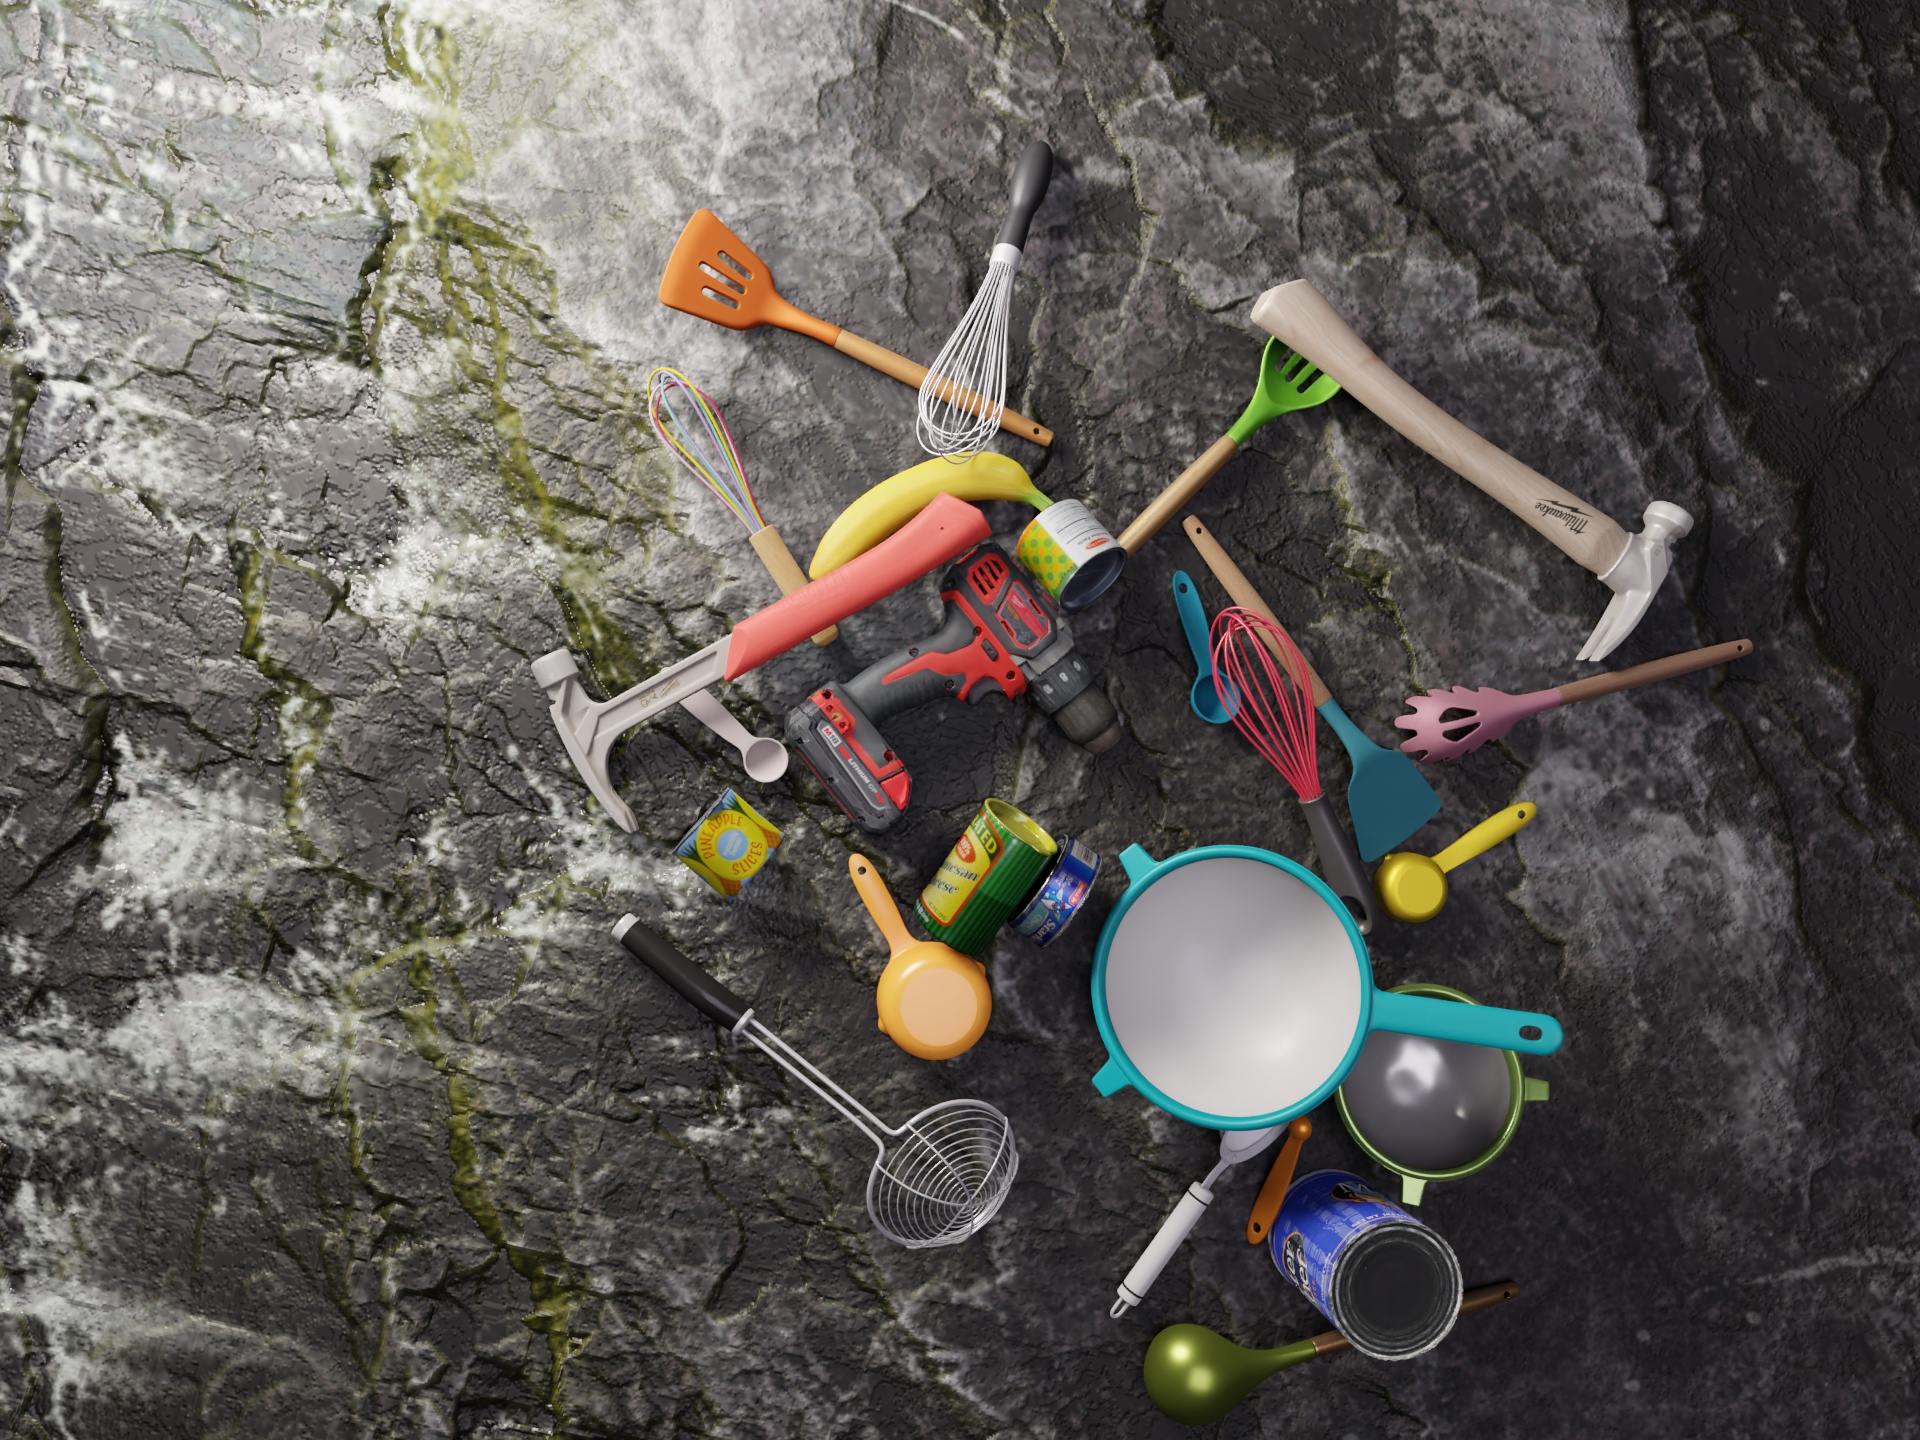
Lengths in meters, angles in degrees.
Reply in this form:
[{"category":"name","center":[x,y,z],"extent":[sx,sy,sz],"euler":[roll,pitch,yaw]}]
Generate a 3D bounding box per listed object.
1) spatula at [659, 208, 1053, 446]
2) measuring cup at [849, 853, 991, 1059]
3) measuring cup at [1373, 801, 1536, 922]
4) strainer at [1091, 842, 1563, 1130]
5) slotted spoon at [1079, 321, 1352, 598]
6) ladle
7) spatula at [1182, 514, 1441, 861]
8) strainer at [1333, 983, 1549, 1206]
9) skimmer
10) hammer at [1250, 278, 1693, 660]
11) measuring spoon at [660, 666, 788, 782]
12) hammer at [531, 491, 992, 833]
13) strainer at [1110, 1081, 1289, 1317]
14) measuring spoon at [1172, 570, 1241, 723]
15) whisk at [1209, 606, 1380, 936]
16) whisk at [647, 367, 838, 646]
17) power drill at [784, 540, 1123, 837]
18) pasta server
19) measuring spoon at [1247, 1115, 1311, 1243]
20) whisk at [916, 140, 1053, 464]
[{"category":"spatula","center":[-0.073,-0.288,1.235],"extent":[0.322,0.041,0.081],"euler":[24,85,-7]},{"category":"measuring cup","center":[-0.039,0.181,1.224],"extent":[0.095,0.052,0.173],"euler":[-29,95,-7]},{"category":"measuring cup","center":[0.409,0.110,1.294],"extent":[0.156,0.029,0.062],"euler":[-32,93,-5]},{"category":"strainer","center":[0.273,0.209,1.203],"extent":[0.340,0.095,0.211],"euler":[6,86,19]},{"category":"slotted spoon","center":[0.198,-0.207,1.276],"extent":[0.314,0.031,0.070],"euler":[-45,95,-4]},{"category":"ladle","center":[0.300,0.492,1.275],"extent":[0.320,0.062,0.078],"euler":[-10,90,-14]},{"category":"spatula","center":[0.274,-0.033,1.285],"extent":[0.082,0.044,0.317],"euler":[-36,89,-6]},{"category":"strainer","center":[0.331,0.247,1.274],"extent":[0.151,0.069,0.256],"euler":[-35,77,-11]},{"category":"skimmer","center":[-0.116,0.268,1.226],"extent":[0.363,0.090,0.127],"euler":[38,88,5]},{"category":"hammer","center":[0.399,-0.210,1.277],"extent":[0.410,0.038,0.146],"euler":[32,86,-11]},{"category":"measuring spoon","center":[-0.184,0.001,1.232],"extent":[0.124,0.018,0.034],"euler":[41,87,2]},{"category":"hammer","center":[-0.136,-0.059,1.198],"extent":[0.359,0.037,0.149],"euler":[-28,92,3]},{"category":"strainer","center":[0.193,0.366,1.258],"extent":[0.258,0.050,0.086],"euler":[-55,139,0]},{"category":"measuring spoon","center":[0.190,-0.058,1.280],"extent":[0.042,0.021,0.129],"euler":[-12,81,-18]},{"category":"whisk","center":[0.270,0.043,1.256],"extent":[0.073,0.073,0.295],"euler":[-27,102,-7]},{"category":"whisk","center":[-0.167,-0.163,1.225],"extent":[0.047,0.051,0.245],"euler":[-30,97,14]},{"category":"power drill","center":[-0.002,-0.004,1.224],"extent":[0.227,0.080,0.188],"euler":[-39,94,-9]},{"category":"pasta server","center":[0.512,-0.025,1.314],"extent":[0.316,0.040,0.060],"euler":[-14,91,-11]},{"category":"measuring spoon","center":[0.250,0.366,1.263],"extent":[0.011,0.021,0.117],"euler":[7,107,-44]},{"category":"whisk","center":[0.026,-0.328,1.227],"extent":[0.070,0.070,0.285],"euler":[18,75,-7]}]
